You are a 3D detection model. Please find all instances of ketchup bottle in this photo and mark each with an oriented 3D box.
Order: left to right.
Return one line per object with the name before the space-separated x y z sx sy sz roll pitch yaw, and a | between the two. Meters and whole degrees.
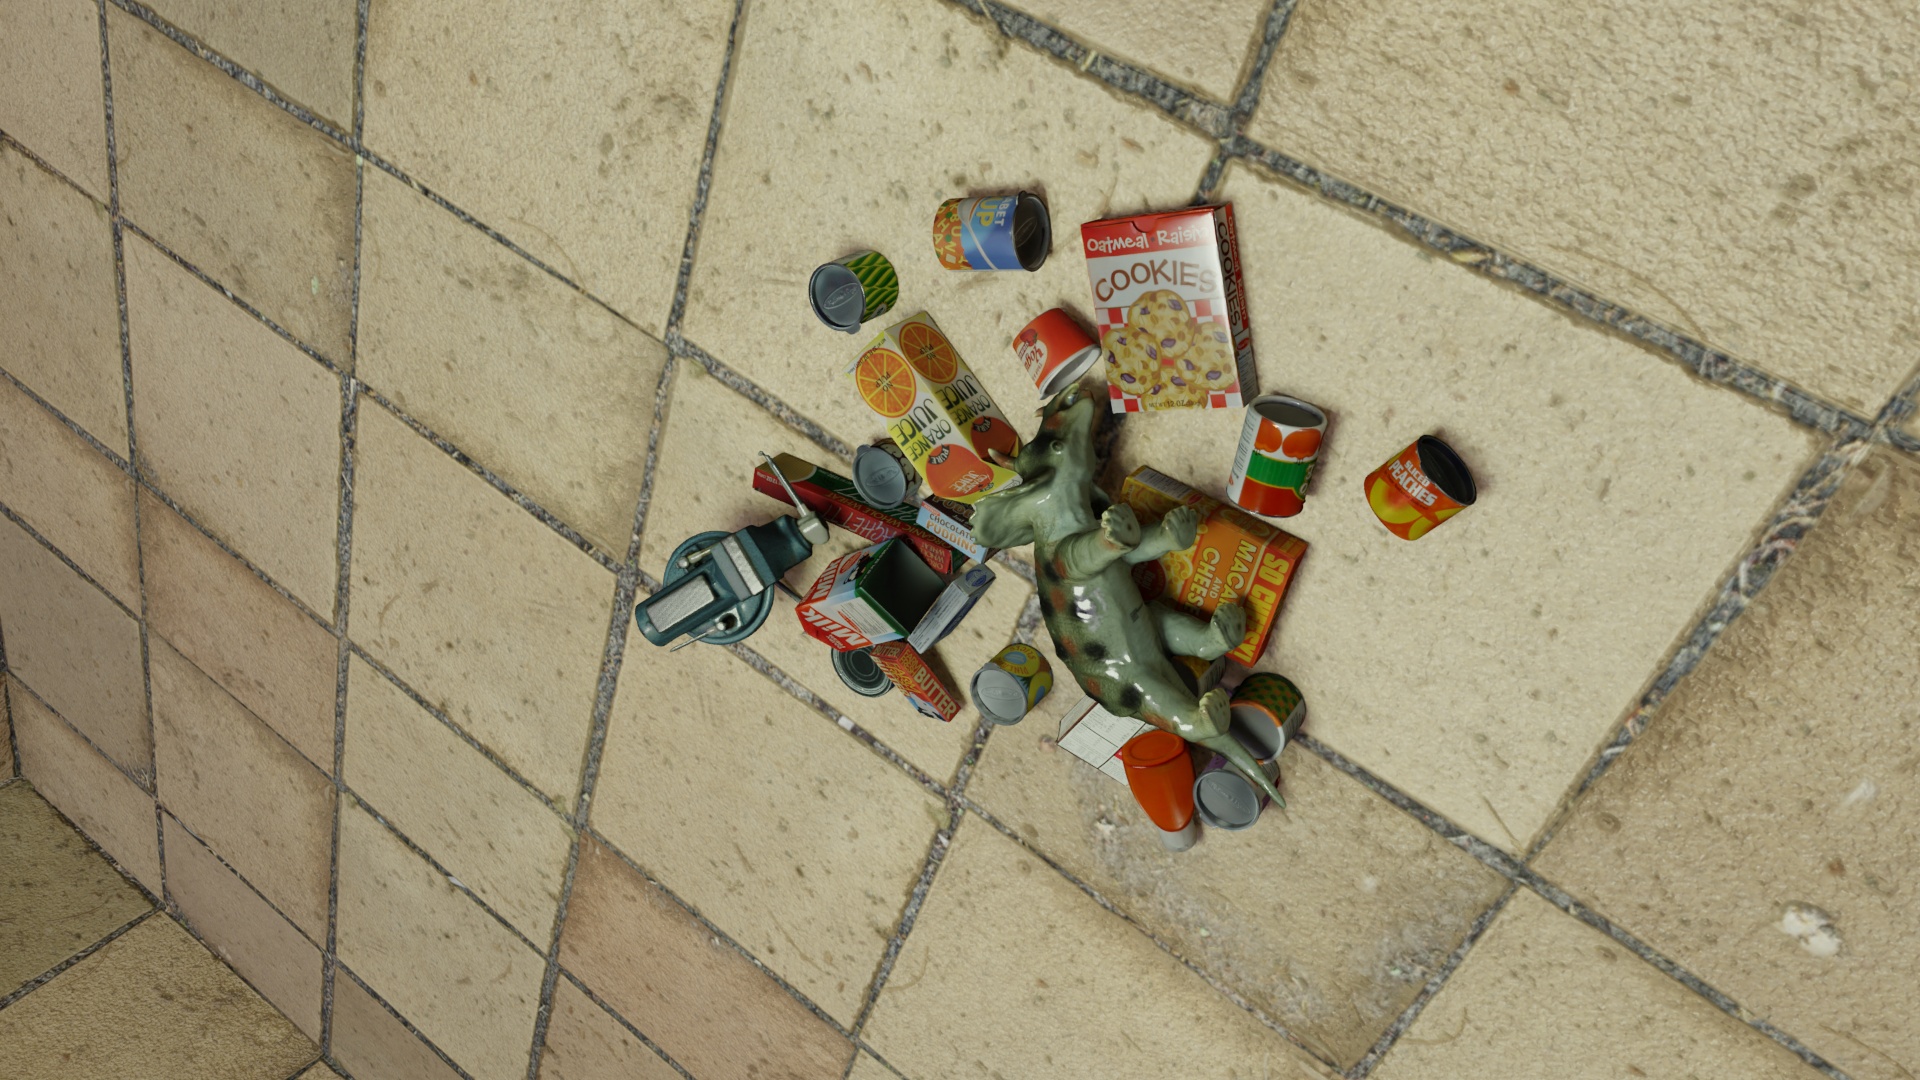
ketchup bottle | 0.199 0.245 1.337 0.065 0.044 0.148 -16 130 5

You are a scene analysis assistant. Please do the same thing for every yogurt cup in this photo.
yogurt cup | 0.083 -0.169 1.232 0.054 0.073 0.072 53 130 11

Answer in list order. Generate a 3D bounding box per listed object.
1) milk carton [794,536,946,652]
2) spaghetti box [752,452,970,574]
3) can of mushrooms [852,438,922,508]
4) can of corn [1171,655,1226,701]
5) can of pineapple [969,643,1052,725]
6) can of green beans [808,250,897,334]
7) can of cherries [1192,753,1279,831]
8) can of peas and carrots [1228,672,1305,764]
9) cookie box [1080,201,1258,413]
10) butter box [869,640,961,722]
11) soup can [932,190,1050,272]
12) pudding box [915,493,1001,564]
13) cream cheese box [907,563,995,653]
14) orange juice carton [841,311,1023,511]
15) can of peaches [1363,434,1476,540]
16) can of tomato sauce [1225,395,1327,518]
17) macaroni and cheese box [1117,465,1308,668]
milk carton | -0.104 0.061 1.434 0.073 0.073 0.190 45 149 -17
spaghetti box | -0.101 -0.030 1.431 0.250 0.050 0.028 23 124 23
can of mushrooms | -0.075 -0.070 1.405 0.071 0.033 0.070 15 120 28
can of corn | 0.203 0.120 1.293 0.071 0.058 0.070 15 119 28
can of pineapple | 0.052 0.144 1.406 0.071 0.058 0.070 15 119 28
can of green beans | -0.102 -0.239 1.325 0.071 0.058 0.071 15 119 28
can of cherries | 0.259 0.232 1.310 0.071 0.059 0.071 15 120 27
can of peas and carrots | 0.271 0.161 1.267 0.071 0.059 0.070 14 119 28
cookie box | 0.176 -0.194 1.171 0.123 0.040 0.167 1 112 34
butter box | -0.048 0.148 1.466 0.053 0.024 0.103 5 138 53
soup can | 0.027 -0.271 1.217 0.084 0.072 0.071 6 115 32
pudding box | 0.005 -0.017 1.366 0.084 0.050 0.030 33 128 17
cream cheese box | -0.009 0.070 1.415 0.024 0.053 0.103 45 129 9
orange juice carton | -0.017 -0.114 1.319 0.071 0.073 0.192 -37 90 40
can of peaches | 0.362 -0.041 1.100 0.071 0.071 0.057 50 131 3
can of tomato sauce | 0.265 -0.070 1.156 0.071 0.071 0.082 23 123 23
macaroni and cheese box | 0.213 0.023 1.251 0.167 0.040 0.123 28 124 21
